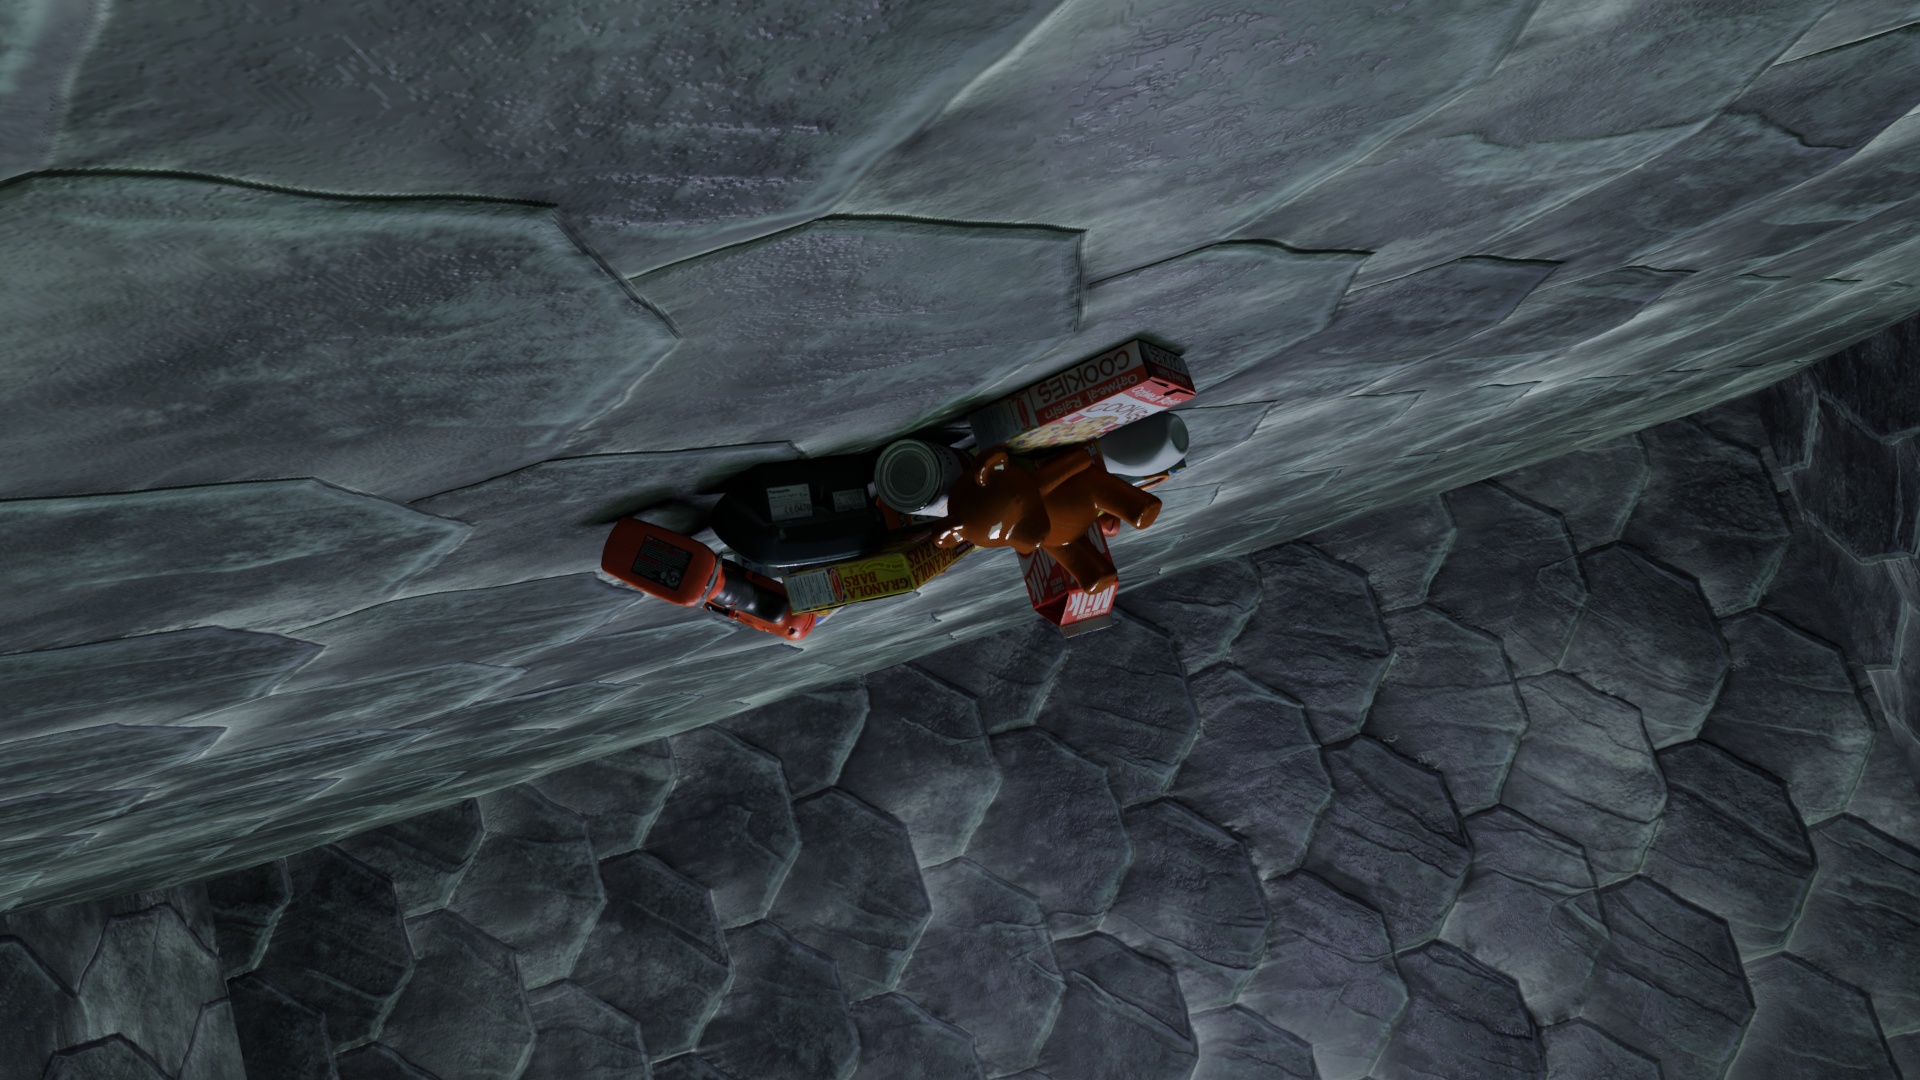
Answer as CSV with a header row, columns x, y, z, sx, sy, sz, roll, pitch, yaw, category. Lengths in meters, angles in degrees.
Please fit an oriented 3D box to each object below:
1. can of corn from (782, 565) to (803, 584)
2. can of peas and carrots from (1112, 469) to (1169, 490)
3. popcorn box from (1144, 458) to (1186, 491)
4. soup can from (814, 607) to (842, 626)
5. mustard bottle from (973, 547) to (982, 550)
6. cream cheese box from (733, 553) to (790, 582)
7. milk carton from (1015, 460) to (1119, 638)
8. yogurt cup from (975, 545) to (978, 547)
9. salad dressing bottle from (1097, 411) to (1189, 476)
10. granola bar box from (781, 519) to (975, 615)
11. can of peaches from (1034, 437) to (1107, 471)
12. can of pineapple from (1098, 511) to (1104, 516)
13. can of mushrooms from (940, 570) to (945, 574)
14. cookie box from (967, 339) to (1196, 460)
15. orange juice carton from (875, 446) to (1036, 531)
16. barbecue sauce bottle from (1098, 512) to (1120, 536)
x,y,z,sx,sy,sz,roll,pitch,yaw,category
-0.190,0.040,1.526,0.071,0.071,0.058,-20,170,13,can of corn
0.190,-0.086,1.512,0.071,0.059,0.071,-17,171,-3,can of peas and carrots
0.196,-0.077,1.641,0.085,0.038,0.126,-11,169,-27,popcorn box
-0.177,0.063,1.707,0.071,0.071,0.083,-13,169,-26,soup can
0.060,-0.027,1.656,0.160,0.049,0.065,-16,171,-14,mustard bottle
-0.208,0.026,1.449,0.024,0.053,0.103,-10,169,-27,cream cheese box
0.110,0.009,1.510,0.072,0.191,0.073,-11,168,-34,milk carton
0.006,-0.020,1.576,0.072,0.054,0.072,-17,171,-3,yogurt cup
0.162,-0.092,1.432,0.147,0.064,0.044,-14,156,36,salad dressing bottle
-0.072,0.021,1.284,0.124,0.039,0.166,-12,-171,22,granola bar box
0.107,-0.083,1.370,0.071,0.058,0.071,-16,170,-3,can of peaches
0.143,-0.056,1.576,0.071,0.071,0.057,-12,169,-30,can of pineapple
-0.044,0.016,1.647,0.033,0.071,0.071,-22,170,15,can of mushrooms
0.108,-0.118,1.215,0.167,0.040,0.123,-22,170,25,cookie box
-0.013,-0.032,1.402,0.192,0.073,0.072,-24,169,40,orange juice carton
0.113,-0.025,1.617,0.149,0.064,0.044,2,-163,-22,barbecue sauce bottle
